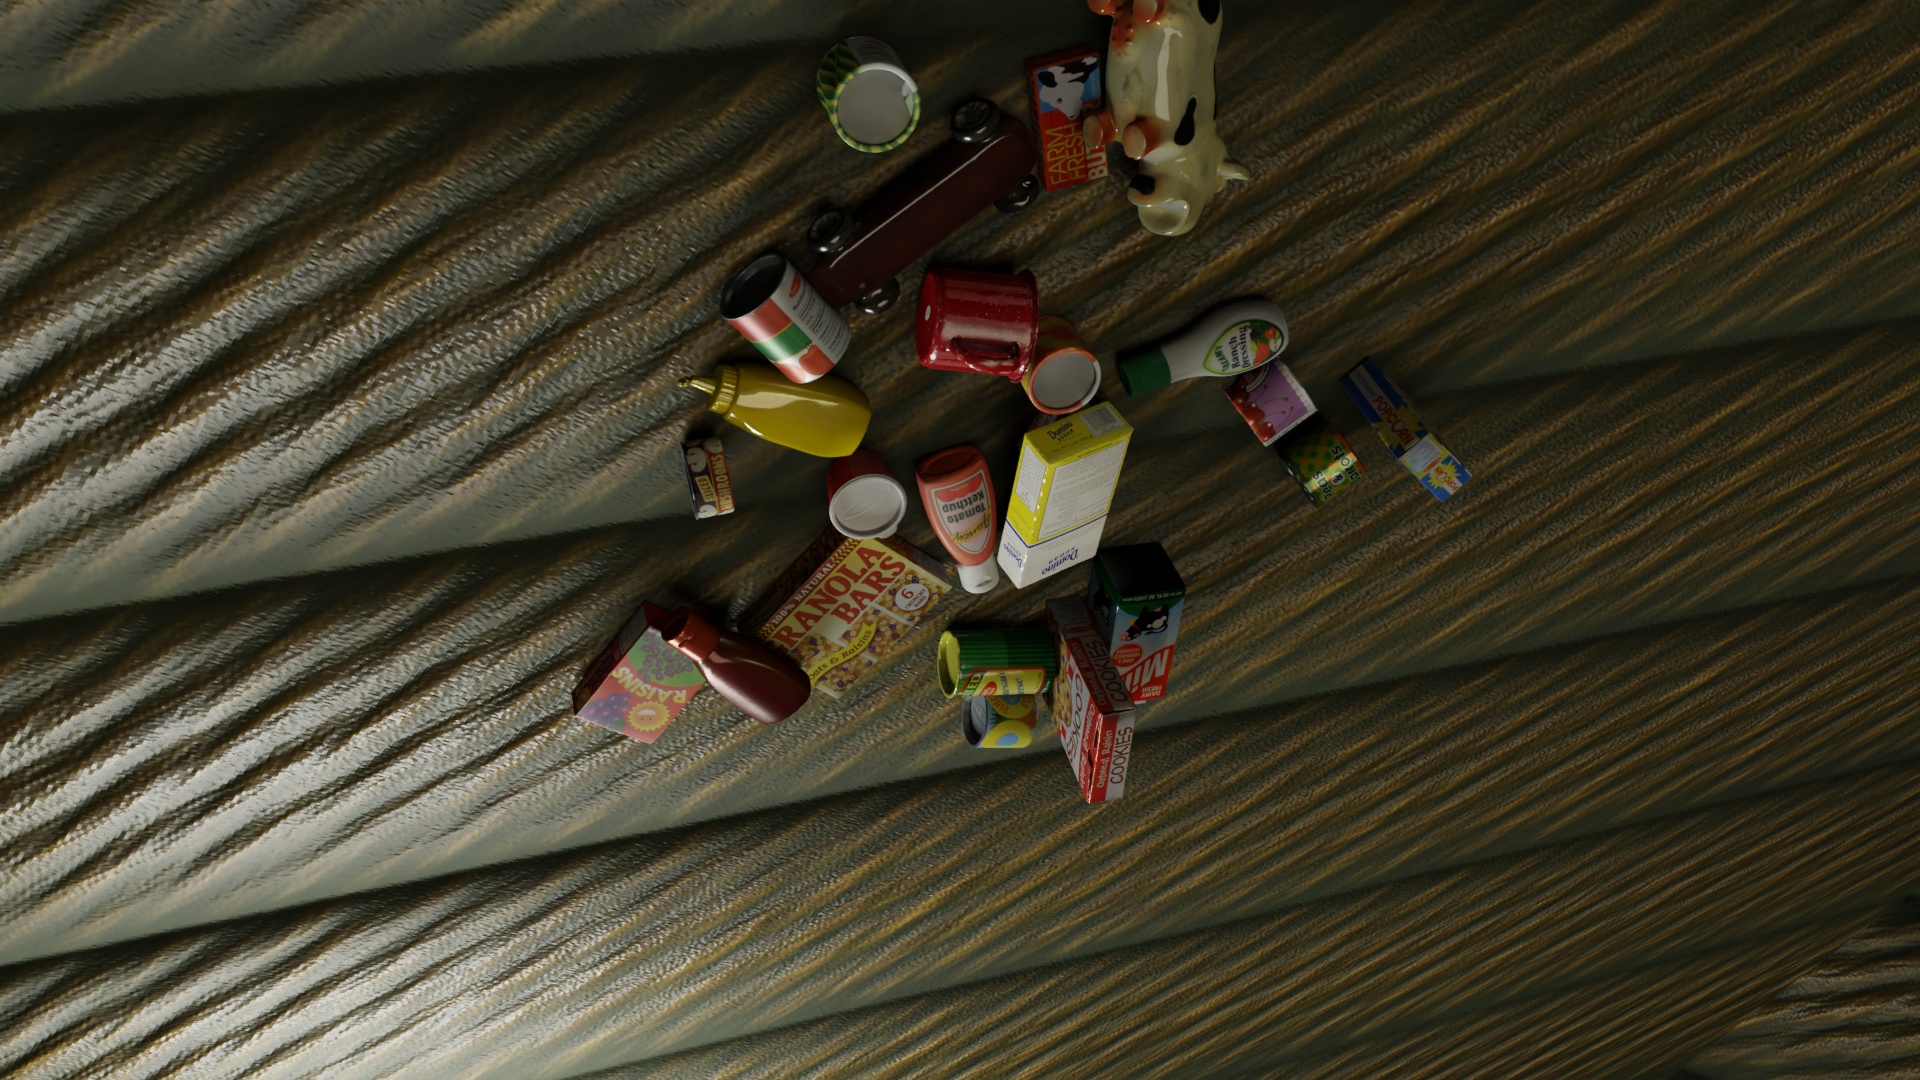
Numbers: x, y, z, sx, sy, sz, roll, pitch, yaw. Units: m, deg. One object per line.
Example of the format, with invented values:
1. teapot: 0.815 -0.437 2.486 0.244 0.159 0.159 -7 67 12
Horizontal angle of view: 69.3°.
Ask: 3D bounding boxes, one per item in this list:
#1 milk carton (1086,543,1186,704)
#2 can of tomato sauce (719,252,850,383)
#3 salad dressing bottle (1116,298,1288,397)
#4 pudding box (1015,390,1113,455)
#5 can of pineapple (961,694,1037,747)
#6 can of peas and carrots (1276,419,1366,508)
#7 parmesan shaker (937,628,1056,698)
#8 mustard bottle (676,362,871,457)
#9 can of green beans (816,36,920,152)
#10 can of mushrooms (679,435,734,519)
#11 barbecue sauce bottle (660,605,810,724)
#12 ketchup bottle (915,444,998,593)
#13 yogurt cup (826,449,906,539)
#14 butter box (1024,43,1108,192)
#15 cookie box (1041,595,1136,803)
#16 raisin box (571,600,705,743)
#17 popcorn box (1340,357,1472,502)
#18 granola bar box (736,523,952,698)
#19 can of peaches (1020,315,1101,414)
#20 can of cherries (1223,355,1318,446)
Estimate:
1. milk carton: 0.169 0.101 1.403 0.072 0.074 0.189 -7 129 -14
2. can of tomato sauce: -0.138 -0.173 1.088 0.071 0.071 0.083 -37 130 11
3. salad dressing bottle: 0.213 -0.167 1.226 0.148 0.044 0.064 -20 132 -3
4. pudding box: 0.094 -0.101 1.247 0.049 0.030 0.083 18 119 -31
5. can of pineapple: 0.040 0.178 1.424 0.058 0.071 0.070 4 125 -22
6. can of peas and carrots: 0.347 -0.073 1.330 0.058 0.071 0.070 -36 130 10
7. parmesan shaker: 0.037 0.119 1.375 0.103 0.071 0.071 0 127 -19
8. mustard bottle: -0.154 -0.115 1.138 0.160 0.049 0.065 14 122 -27
9. can of green beans: -0.066 -0.321 1.000 0.071 0.058 0.071 -10 129 -12
10. can of mushrooms: -0.210 -0.052 1.153 0.033 0.071 0.070 -12 130 -12
11. barbecue sauce bottle: -0.204 0.111 1.252 0.064 0.044 0.148 -34 130 18
12. ketchup bottle: 0.005 -0.016 1.274 0.065 0.044 0.148 -22 131 -7
13. yogurt cup: -0.085 -0.043 1.214 0.072 0.054 0.072 -10 129 -12
14. butter box: 0.083 -0.324 1.071 0.053 0.024 0.103 -17 130 -7
15. cookie box: 0.121 0.155 1.366 0.040 0.168 0.122 -7 129 -12
16. raisin box: -0.289 0.123 1.285 0.086 0.040 0.123 28 113 -35
17. popcorn box: 0.413 -0.105 1.291 0.038 0.127 0.085 -41 128 20
18. granola bar box: -0.109 0.060 1.297 0.124 0.039 0.165 33 111 -35
19. can of peaches: 0.078 -0.149 1.185 0.071 0.058 0.070 -10 130 -12
20. can of cherries: 0.281 -0.130 1.267 0.058 0.072 0.071 -36 129 12
